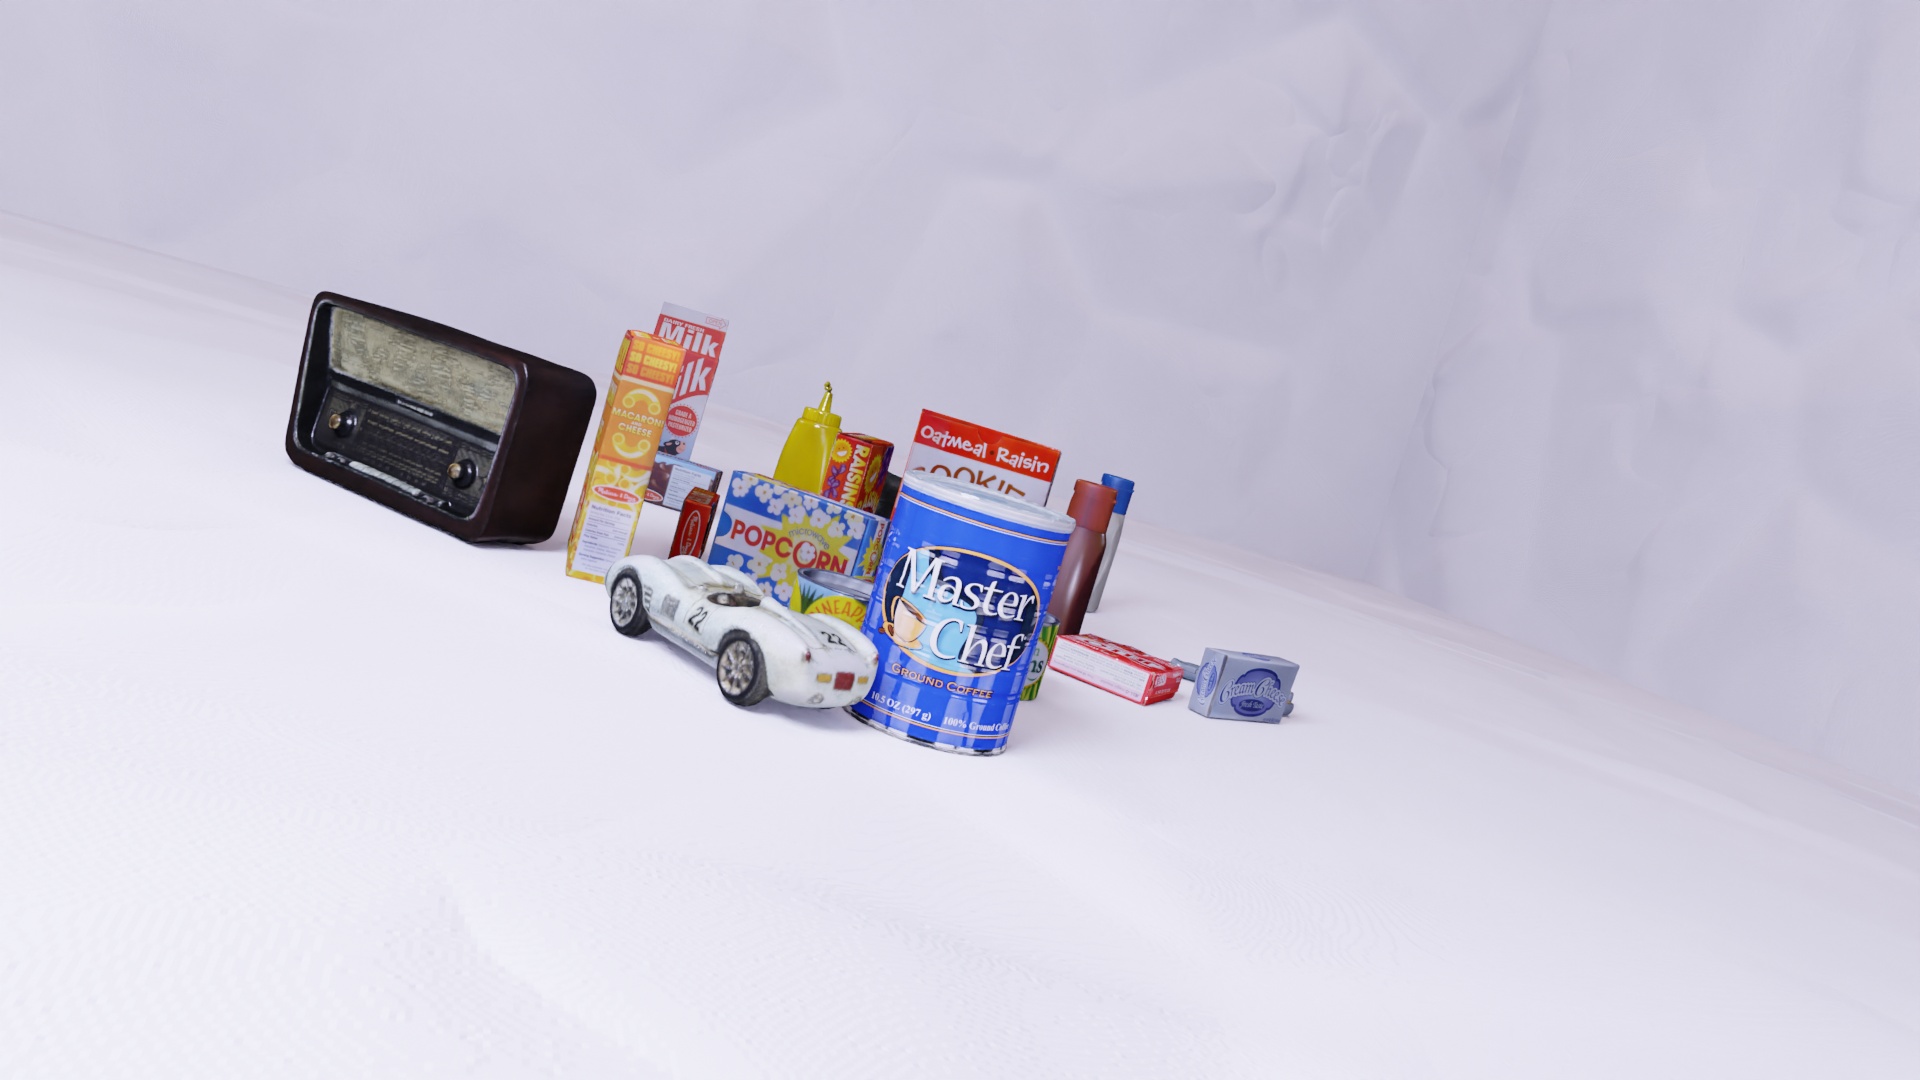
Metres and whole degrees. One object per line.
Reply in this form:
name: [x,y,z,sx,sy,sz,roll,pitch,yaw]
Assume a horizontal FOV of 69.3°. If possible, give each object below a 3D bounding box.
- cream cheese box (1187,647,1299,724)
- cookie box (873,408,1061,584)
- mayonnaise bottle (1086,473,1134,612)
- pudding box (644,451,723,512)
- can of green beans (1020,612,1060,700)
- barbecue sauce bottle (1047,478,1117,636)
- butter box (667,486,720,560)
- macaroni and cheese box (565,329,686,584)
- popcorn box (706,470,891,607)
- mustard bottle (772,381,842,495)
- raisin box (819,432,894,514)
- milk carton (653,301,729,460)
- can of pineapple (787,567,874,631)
cream cheese box: [0.230,0.118,1.125,0.104,0.053,0.024,11,8,-42]
cookie box: [0.004,-0.015,1.180,0.123,0.167,0.040,17,6,2]
mayonnaise bottle: [0.150,0.002,1.503,0.041,0.148,0.065,18,6,9]
pudding box: [-0.279,-0.057,1.350,0.084,0.049,0.030,16,6,-1]
can of green beans: [0.030,0.074,0.971,0.071,0.057,0.071,16,6,-2]
barbecue sauce bottle: [0.093,0.024,1.158,0.044,0.148,0.065,18,6,11]
butter box: [-0.212,-0.011,1.105,0.024,0.053,0.103,16,6,-8]
macaroni and cheese box: [-0.236,-0.062,0.972,0.040,0.166,0.124,15,6,-17]
popcorn box: [-0.123,0.005,1.048,0.127,0.085,0.038,19,6,24]
mustard bottle: [-0.151,-0.083,1.411,0.065,0.160,0.049,18,6,12]
raisin box: [-0.105,-0.039,1.310,0.040,0.123,0.086,18,6,10]
milk carton: [-0.298,-0.146,1.435,0.072,0.190,0.073,15,6,-12]
can of pineapple: [-0.077,0.054,0.863,0.071,0.057,0.071,16,6,-2]
